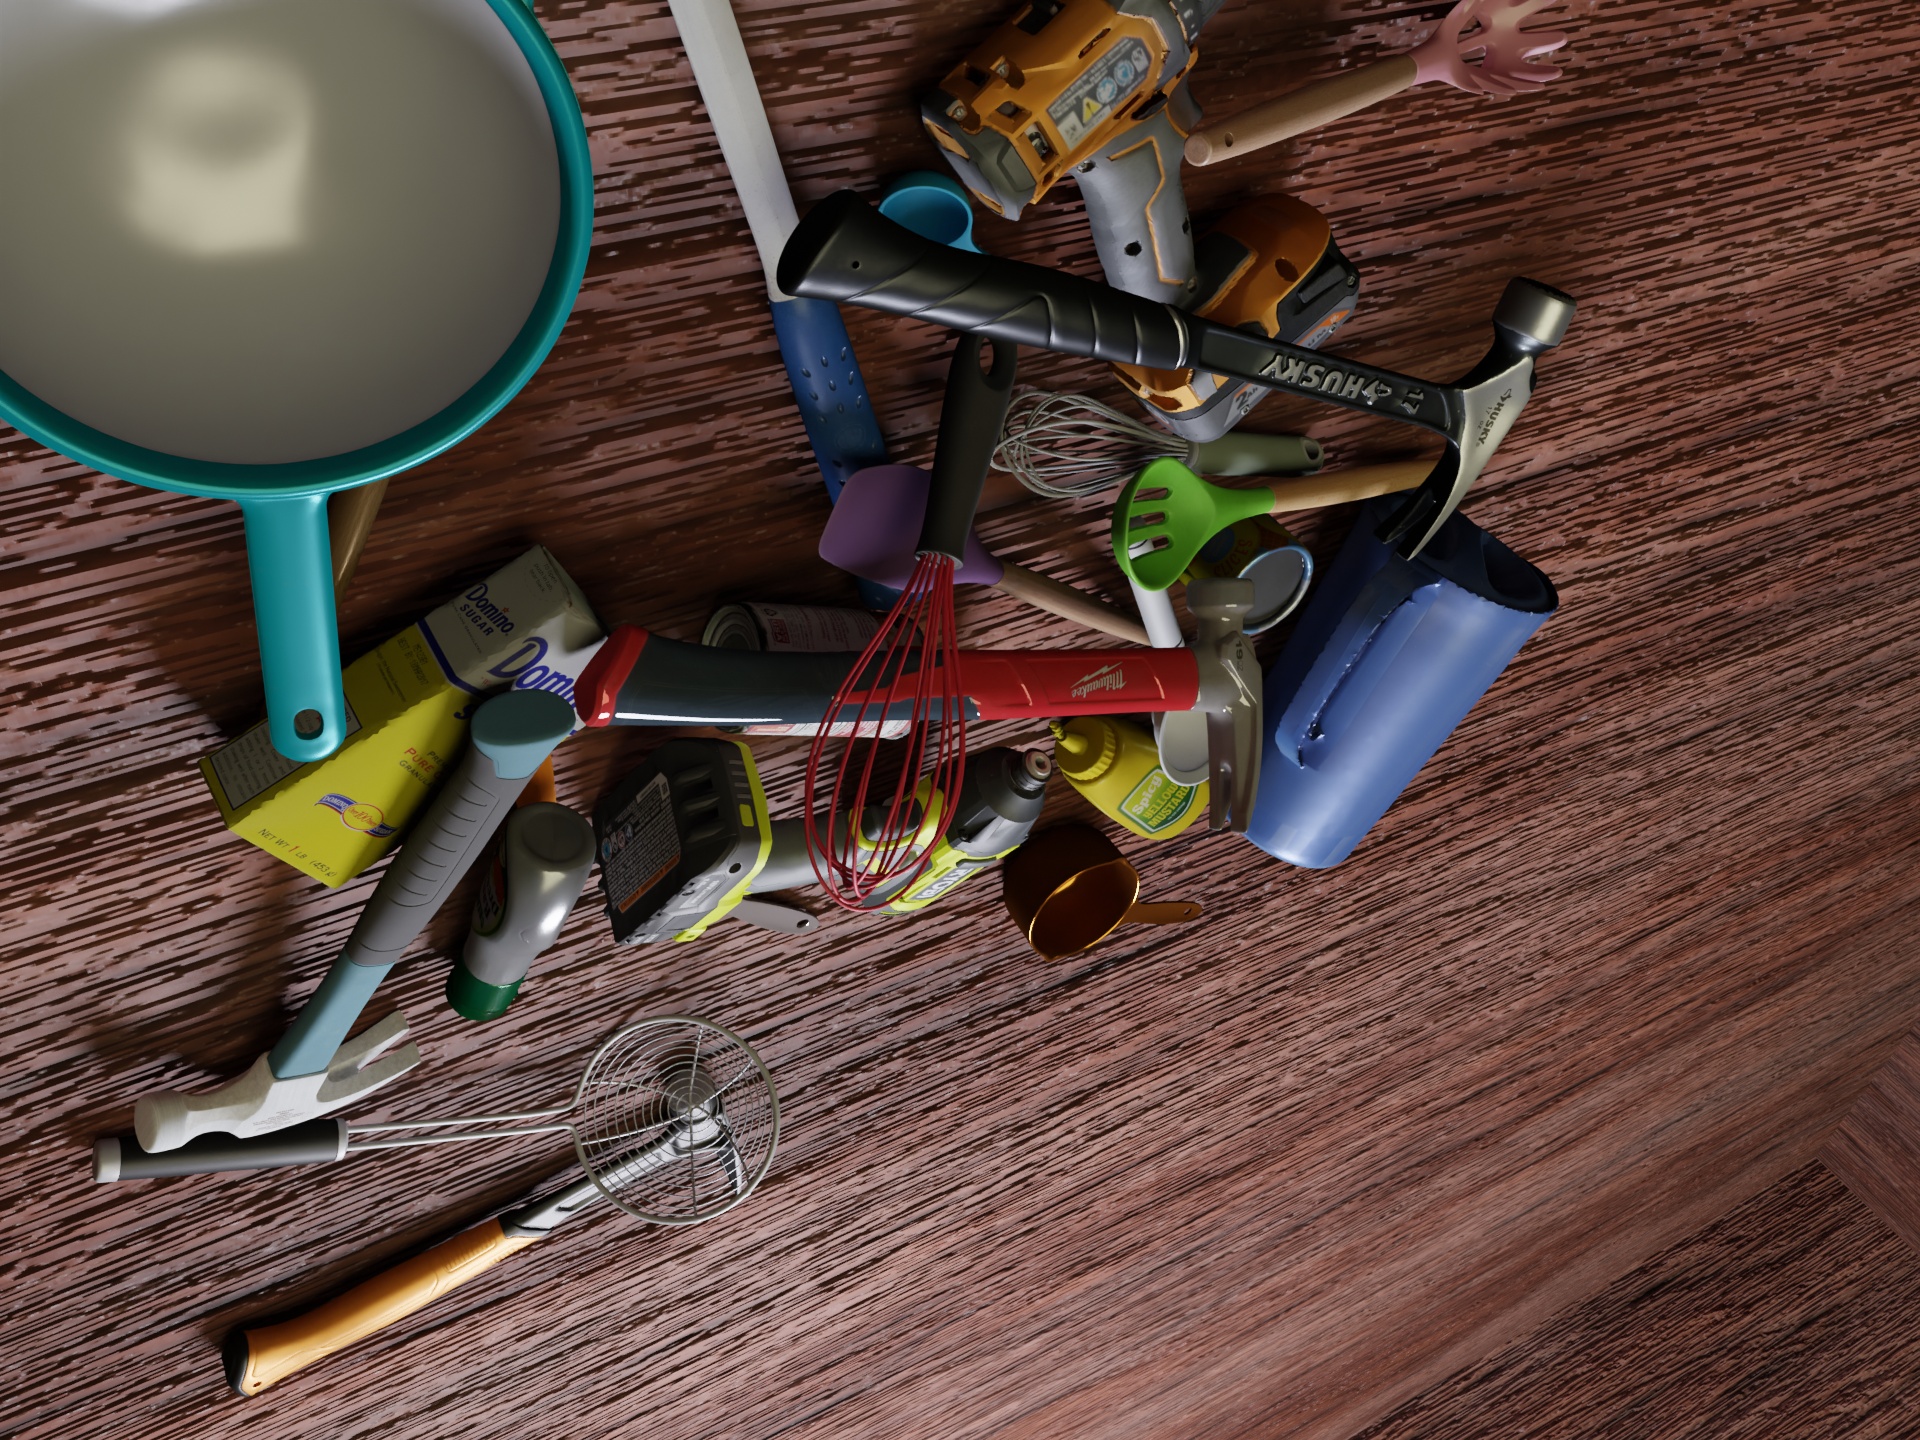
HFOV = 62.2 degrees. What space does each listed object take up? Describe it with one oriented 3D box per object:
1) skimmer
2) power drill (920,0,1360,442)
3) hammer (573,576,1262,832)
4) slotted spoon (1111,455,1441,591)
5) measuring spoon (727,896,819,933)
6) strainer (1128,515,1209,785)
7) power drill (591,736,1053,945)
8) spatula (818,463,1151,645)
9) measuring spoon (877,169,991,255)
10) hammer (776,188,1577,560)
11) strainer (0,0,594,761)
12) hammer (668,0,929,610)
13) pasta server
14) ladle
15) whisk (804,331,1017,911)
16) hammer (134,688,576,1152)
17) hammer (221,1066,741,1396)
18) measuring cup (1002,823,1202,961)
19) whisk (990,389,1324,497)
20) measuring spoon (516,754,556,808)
[{"bbox_3d":[-0.281,0.236,0.899,0.363,0.090,0.127,4,87,-36],"label":"skimmer"},{"bbox_3d":[0.107,-0.259,0.728,0.185,0.084,0.226,-43,136,3],"label":"power drill"},{"bbox_3d":[-0.001,-0.003,0.798,0.386,0.038,0.143,-2,92,-32],"label":"hammer"},{"bbox_3d":[0.189,-0.127,0.905,0.313,0.031,0.070,-15,110,-40],"label":"slotted spoon"},{"bbox_3d":[-0.125,0.110,0.961,0.034,0.018,0.124,-41,148,13],"label":"measuring spoon"},{"bbox_3d":[0.125,-0.043,0.950,0.087,0.050,0.258,-50,142,-19],"label":"strainer"},{"bbox_3d":[-0.069,0.059,0.865,0.223,0.080,0.171,-1,155,-37],"label":"power drill"},{"bbox_3d":[0.032,-0.077,0.858,0.315,0.018,0.060,15,102,-54],"label":"spatula"},{"bbox_3d":[0.010,-0.215,0.732,0.042,0.021,0.128,-16,153,34],"label":"measuring spoon"},{"bbox_3d":[0.107,-0.165,0.720,0.408,0.036,0.149,5,120,-31],"label":"hammer"},{"bbox_3d":[-0.247,-0.137,0.561,0.211,0.095,0.340,-9,135,-25],"label":"strainer"},{"bbox_3d":[-0.079,-0.193,0.680,0.144,0.035,0.405,-30,140,-10],"label":"hammer"},{"bbox_3d":[0.194,-0.289,0.713,0.316,0.040,0.060,-35,115,-41],"label":"pasta server"},{"bbox_3d":[-0.233,-0.114,0.643,0.069,0.031,0.315,24,117,-16],"label":"ladle"},{"bbox_3d":[-0.015,-0.057,0.735,0.073,0.073,0.296,29,69,-49],"label":"whisk"},{"bbox_3d":[-0.278,0.102,0.764,0.128,0.033,0.331,-1,140,-50],"label":"hammer"},{"bbox_3d":[-0.302,0.340,1.029,0.337,0.034,0.127,-25,138,-16],"label":"hammer"},{"bbox_3d":[0.102,0.116,1.108,0.173,0.052,0.095,8,122,-44],"label":"measuring cup"},{"bbox_3d":[0.115,-0.148,0.871,0.246,0.058,0.059,-5,165,-38],"label":"whisk"},{"bbox_3d":[-0.219,0.041,0.822,0.021,0.011,0.116,-7,130,-13],"label":"measuring spoon"}]
